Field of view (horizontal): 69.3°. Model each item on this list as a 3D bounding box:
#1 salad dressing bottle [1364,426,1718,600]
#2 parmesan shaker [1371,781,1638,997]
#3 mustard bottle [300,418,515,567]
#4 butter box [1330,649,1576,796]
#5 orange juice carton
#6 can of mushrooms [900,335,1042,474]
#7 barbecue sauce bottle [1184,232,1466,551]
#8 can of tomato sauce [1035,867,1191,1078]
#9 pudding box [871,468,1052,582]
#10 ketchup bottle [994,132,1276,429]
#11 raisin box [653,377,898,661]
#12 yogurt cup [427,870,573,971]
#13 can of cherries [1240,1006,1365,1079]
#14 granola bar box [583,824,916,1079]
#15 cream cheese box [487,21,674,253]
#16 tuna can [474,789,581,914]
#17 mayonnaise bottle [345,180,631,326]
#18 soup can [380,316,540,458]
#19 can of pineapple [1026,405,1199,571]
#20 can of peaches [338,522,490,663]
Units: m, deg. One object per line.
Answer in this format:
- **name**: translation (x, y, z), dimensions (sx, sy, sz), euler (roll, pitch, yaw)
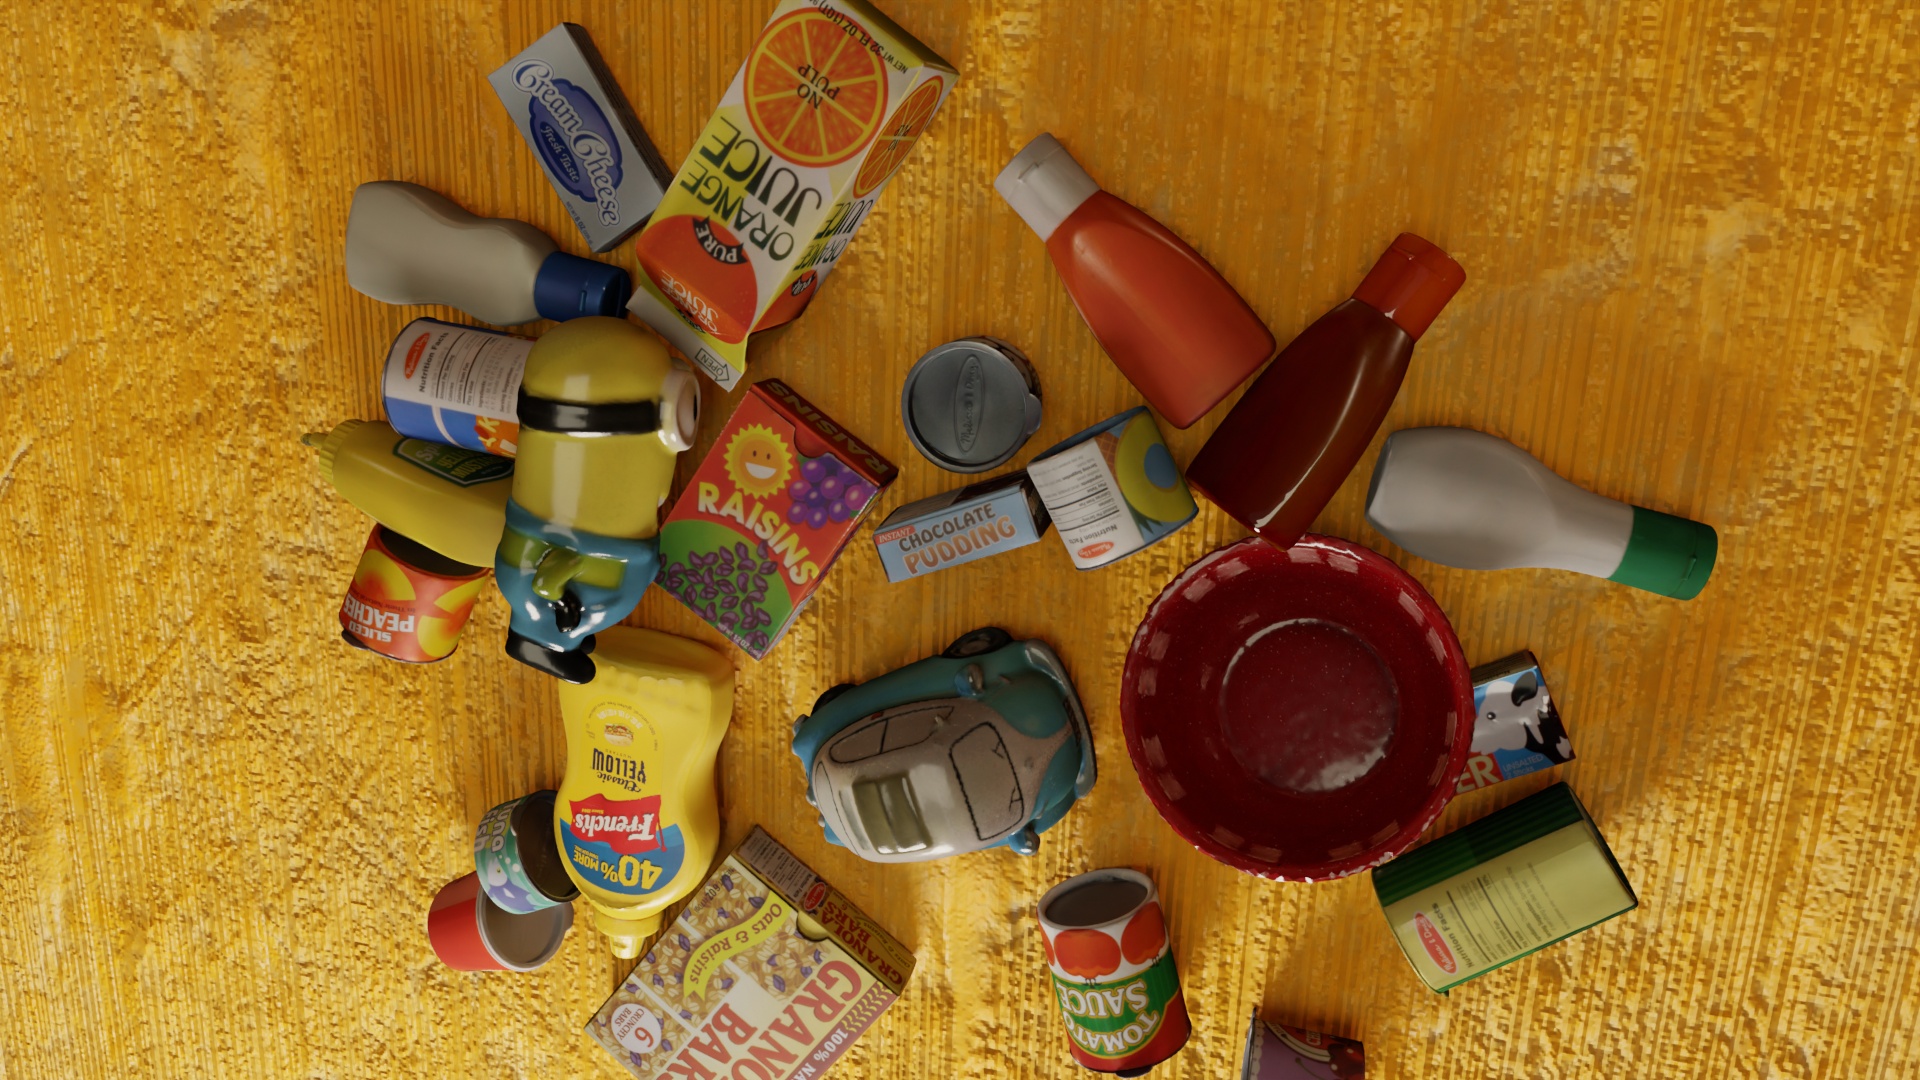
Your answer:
- **salad dressing bottle**: translation (0.265, -0.010, 0.638), dimensions (0.148, 0.044, 0.064), euler (17, 106, 8)
- **parmesan shaker**: translation (0.263, 0.170, 0.672), dimensions (0.103, 0.071, 0.071), euler (-31, 95, 19)
- **mustard bottle**: translation (-0.300, -0.033, 0.764), dimensions (0.160, 0.065, 0.048), euler (21, 113, 12)
- **butter box**: translation (0.240, 0.097, 0.681), dimensions (0.103, 0.024, 0.053), euler (-23, 97, 18)
- **orange juice carton**: translation (-0.089, -0.167, 0.670), dimensions (0.072, 0.073, 0.192), euler (38, 110, 2)
- **can of mushrooms**: translation (0.009, -0.068, 0.692), dimensions (0.071, 0.033, 0.071), euler (3, 104, 13)
- **barbecue sauce bottle**: translation (0.169, -0.070, 0.634), dimensions (0.043, 0.065, 0.148), euler (30, 100, -42)
- **can of tomato sauce**: translation (0.080, 0.226, 0.730), dimensions (0.071, 0.071, 0.083), euler (-11, 101, 17)
- **pudding box**: translation (0.002, -0.009, 0.700), dimensions (0.083, 0.050, 0.030), euler (-17, 101, 17)
- **ketchup bottle**: translation (0.078, -0.125, 0.654), dimensions (0.064, 0.044, 0.149), euler (-42, 91, 17)
- **raisin box**: translation (-0.103, -0.011, 0.732), dimensions (0.086, 0.040, 0.123), euler (38, 109, 3)
- **yogurt cup**: translation (-0.276, 0.224, 0.823), dimensions (0.054, 0.073, 0.072), euler (-19, 99, 26)
- **can of cherries**: translation (0.177, 0.286, 0.725), dimensions (0.058, 0.072, 0.071), euler (8, 106, 12)
- **granola bar box**: translation (-0.124, 0.266, 0.808), dimensions (0.124, 0.039, 0.165), euler (40, 110, 1)
- **cream cheese box**: translation (-0.191, -0.206, 0.712), dimensions (0.053, 0.024, 0.103), euler (-29, 96, 18)
- **tuna can**: translation (-0.247, 0.178, 0.800), dimensions (0.033, 0.071, 0.071), euler (-20, 99, 19)
- **mayonnaise bottle**: translation (-0.249, -0.144, 0.734), dimensions (0.148, 0.041, 0.064), euler (16, 109, 8)
- **soup can**: translation (-0.250, -0.078, 0.739), dimensions (0.084, 0.071, 0.071), euler (11, 107, 10)
- **can of pineapple**: translation (0.074, -0.026, 0.671), dimensions (0.071, 0.071, 0.058), euler (-25, 97, 19)
- **can of peaches**: translation (-0.305, 0.027, 0.775), dimensions (0.071, 0.071, 0.058), euler (31, 108, 5)
